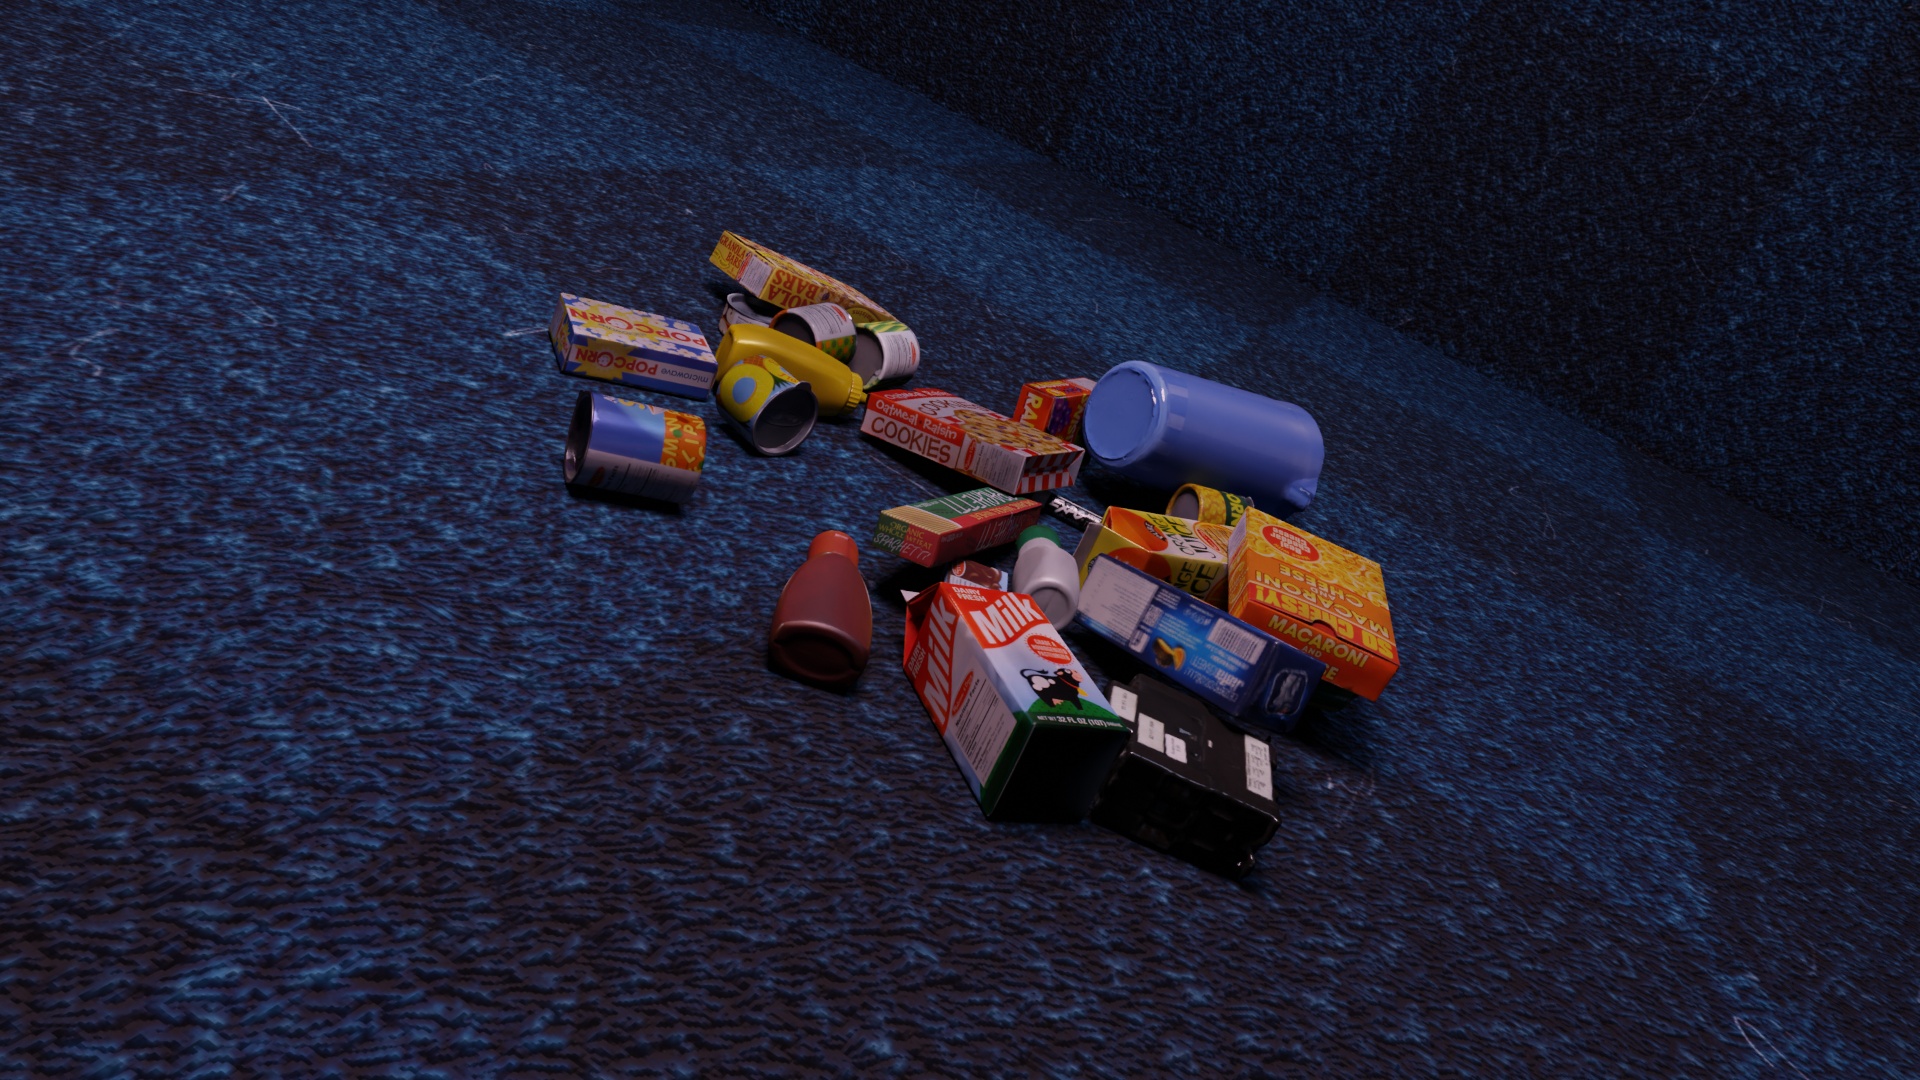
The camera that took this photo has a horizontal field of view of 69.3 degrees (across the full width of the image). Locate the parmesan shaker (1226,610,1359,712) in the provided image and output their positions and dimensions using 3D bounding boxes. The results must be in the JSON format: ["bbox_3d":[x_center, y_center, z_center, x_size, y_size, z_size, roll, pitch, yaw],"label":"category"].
[{"bbox_3d":[0.260,0.095,1.107,0.103,0.071,0.071,16,25,-19],"label":"parmesan shaker"}]

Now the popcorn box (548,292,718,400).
[{"bbox_3d":[-0.278,-0.165,1.183,0.127,0.038,0.085,9,28,-30],"label":"popcorn box"}]

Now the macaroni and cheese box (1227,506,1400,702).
[{"bbox_3d":[0.272,0.045,1.089,0.124,0.040,0.167,24,27,-1],"label":"macaroni and cheese box"}]

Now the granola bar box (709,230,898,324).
[{"bbox_3d":[-0.160,-0.258,1.436,0.165,0.039,0.124,18,15,-42],"label":"granola bar box"}]

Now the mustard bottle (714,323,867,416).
[{"bbox_3d":[-0.140,-0.143,1.243,0.160,0.065,0.049,17,29,-30],"label":"mustard bottle"}]

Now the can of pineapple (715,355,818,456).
[{"bbox_3d":[-0.159,-0.113,1.149,0.071,0.070,0.058,-5,37,-48],"label":"can of pineapple"}]

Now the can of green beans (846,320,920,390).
[{"bbox_3d":[-0.083,-0.182,1.366,0.071,0.071,0.058,35,26,23],"label":"can of green beans"}]

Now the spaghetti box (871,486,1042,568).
[{"bbox_3d":[0.004,-0.014,1.092,0.050,0.028,0.251,21,13,17],"label":"spaghetti box"}]

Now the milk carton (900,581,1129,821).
[{"bbox_3d":[0.024,0.089,0.894,0.072,0.073,0.191,9,28,-31],"label":"milk carton"}]

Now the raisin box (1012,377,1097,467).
[{"bbox_3d":[0.095,-0.111,1.358,0.040,0.085,0.124,28,22,27],"label":"raisin box"}]

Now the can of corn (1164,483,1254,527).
[{"bbox_3d":[0.235,-0.018,1.315,0.058,0.071,0.071,13,26,-22],"label":"can of corn"}]

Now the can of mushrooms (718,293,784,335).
[{"bbox_3d":[-0.201,-0.214,1.364,0.071,0.033,0.071,19,24,-9],"label":"can of mushrooms"}]

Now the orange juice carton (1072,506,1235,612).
[{"bbox_3d":[0.168,0.026,1.161,0.193,0.071,0.073,8,28,-33],"label":"orange juice carton"}]

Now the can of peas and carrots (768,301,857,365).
[{"bbox_3d":[-0.143,-0.190,1.327,0.071,0.070,0.059,35,31,23],"label":"can of peas and carrots"}]

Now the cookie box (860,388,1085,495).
[{"bbox_3d":[0.011,-0.093,1.261,0.167,0.040,0.123,24,18,25],"label":"cookie box"}]

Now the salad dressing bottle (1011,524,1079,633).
[{"bbox_3d":[0.064,0.026,1.081,0.044,0.064,0.148,24,17,-7],"label":"salad dressing bottle"}]

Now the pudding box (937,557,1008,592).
[{"bbox_3d":[0.008,0.045,1.023,0.050,0.030,0.084,20,24,-6],"label":"pudding box"}]

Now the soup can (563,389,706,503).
[{"bbox_3d":[-0.231,-0.068,0.987,0.084,0.071,0.071,11,27,-29],"label":"soup can"}]

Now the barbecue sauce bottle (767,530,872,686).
[{"bbox_3d":[-0.089,0.040,0.928,0.065,0.043,0.149,20,23,-10],"label":"barbecue sauce bottle"}]
